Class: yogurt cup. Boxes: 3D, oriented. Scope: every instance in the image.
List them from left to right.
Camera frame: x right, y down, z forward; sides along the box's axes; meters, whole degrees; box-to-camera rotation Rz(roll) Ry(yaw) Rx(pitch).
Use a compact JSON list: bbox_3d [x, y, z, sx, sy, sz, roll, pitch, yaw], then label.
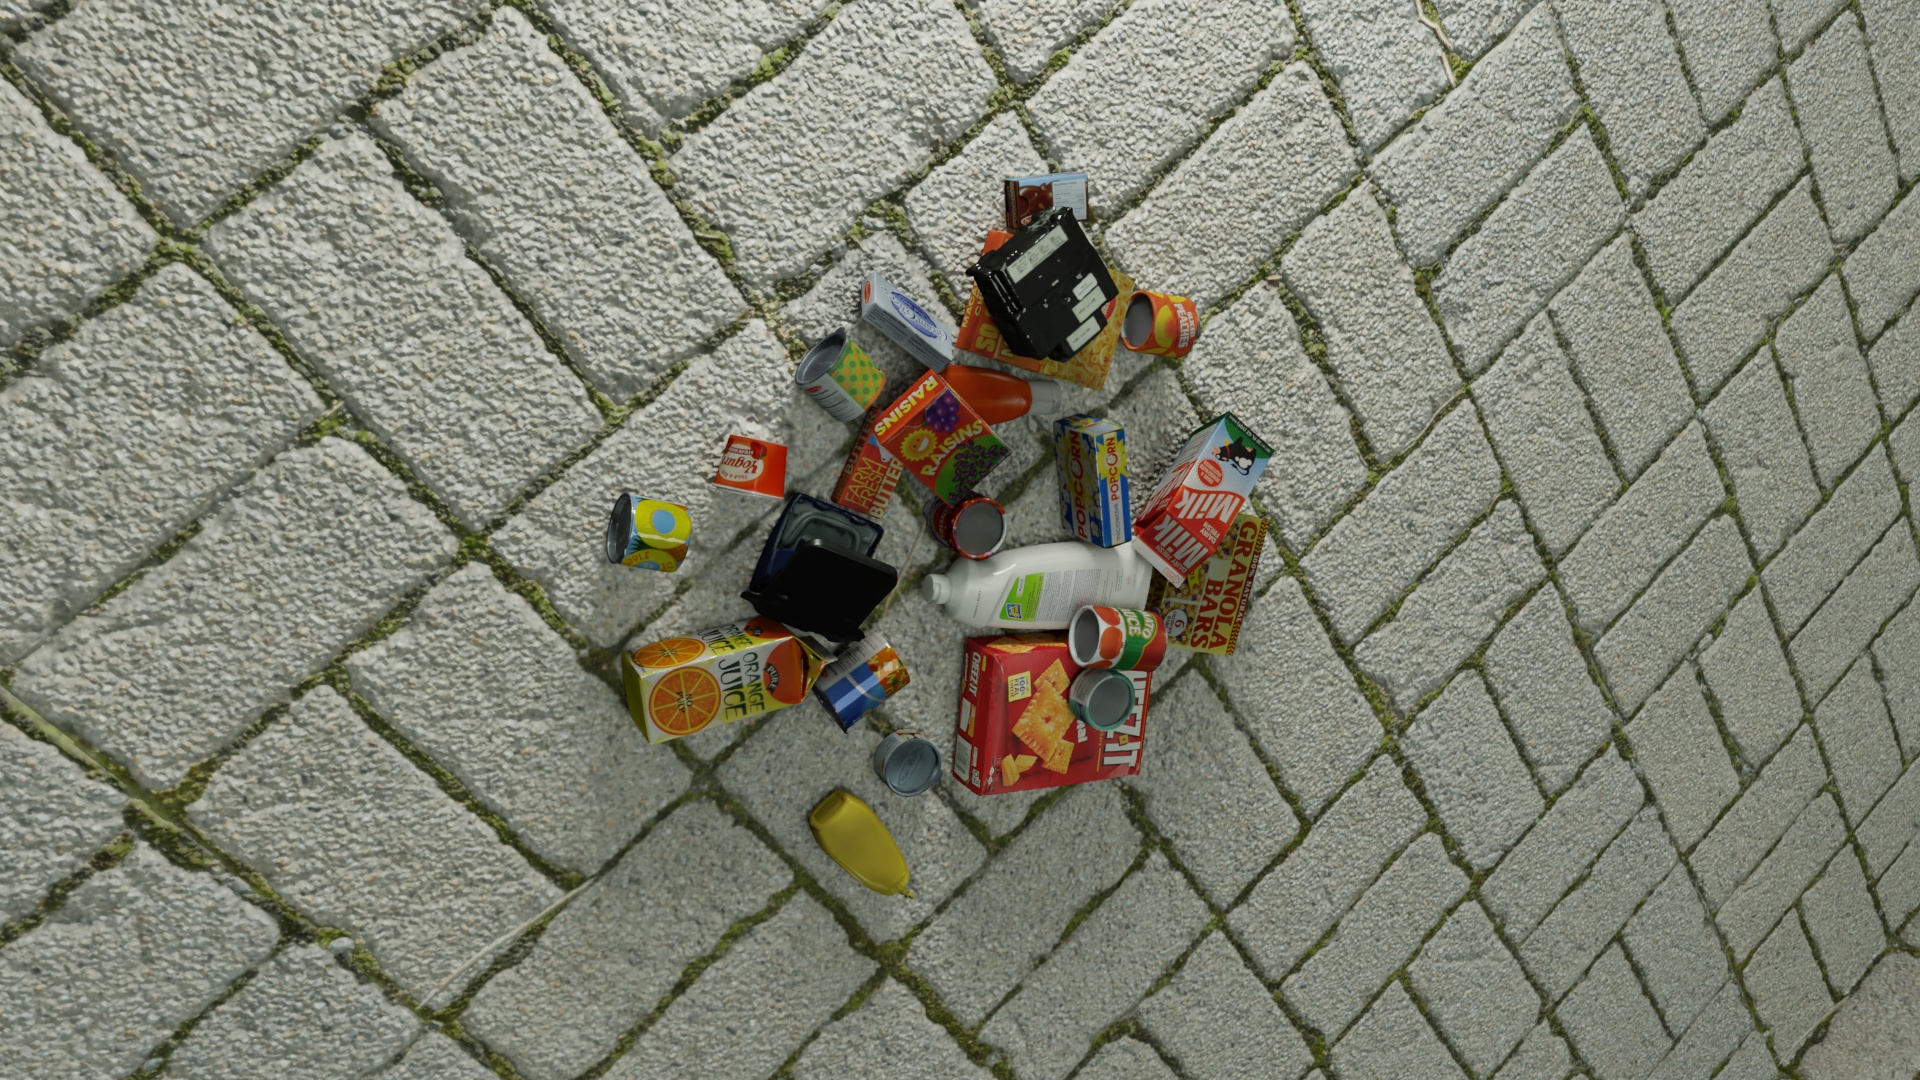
[{"bbox_3d":[-0.194,-0.068,1.300,0.072,0.072,0.054,11,91,-30],"label":"yogurt cup"}]

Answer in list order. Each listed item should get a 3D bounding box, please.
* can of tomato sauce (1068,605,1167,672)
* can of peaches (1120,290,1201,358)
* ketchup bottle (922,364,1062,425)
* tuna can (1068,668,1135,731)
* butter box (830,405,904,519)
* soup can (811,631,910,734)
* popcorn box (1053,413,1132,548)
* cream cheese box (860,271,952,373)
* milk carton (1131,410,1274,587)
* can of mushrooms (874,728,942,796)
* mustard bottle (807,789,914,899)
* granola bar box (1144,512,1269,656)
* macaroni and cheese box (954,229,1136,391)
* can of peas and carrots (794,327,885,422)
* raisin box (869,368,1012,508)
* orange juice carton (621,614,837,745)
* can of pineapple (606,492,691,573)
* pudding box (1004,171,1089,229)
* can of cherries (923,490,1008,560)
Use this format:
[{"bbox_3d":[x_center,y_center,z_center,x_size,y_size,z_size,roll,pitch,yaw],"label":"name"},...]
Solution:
[{"bbox_3d":[0.167,0.102,1.469,0.083,0.071,0.071,7,101,-27],"label":"can of tomato sauce"},{"bbox_3d":[0.211,-0.228,1.467,0.058,0.071,0.071,4,102,-28],"label":"can of peaches"},{"bbox_3d":[0.032,-0.145,1.409,0.149,0.044,0.064,-3,120,-28],"label":"ketchup bottle"},{"bbox_3d":[0.154,0.170,1.488,0.071,0.033,0.071,-8,106,-28],"label":"tuna can"},{"bbox_3d":[-0.084,-0.076,1.378,0.053,0.024,0.103,23,93,-32],"label":"butter box"},{"bbox_3d":[-0.101,0.144,1.407,0.084,0.071,0.071,-36,118,-15],"label":"soup can"},{"bbox_3d":[0.140,-0.063,1.467,0.038,0.085,0.126,-15,111,-23],"label":"popcorn box"},{"bbox_3d":[-0.052,-0.209,1.340,0.103,0.054,0.024,34,125,-31],"label":"cream cheese box"},{"bbox_3d":[0.254,-0.042,1.500,0.072,0.073,0.191,41,64,-9],"label":"milk carton"},{"bbox_3d":[-0.055,0.237,1.478,0.071,0.033,0.070,-8,107,-26],"label":"can of mushrooms"},{"bbox_3d":[-0.097,0.333,1.473,0.065,0.049,0.159,-41,120,-12],"label":"mustard bottle"},{"bbox_3d":[0.277,0.044,1.598,0.124,0.039,0.165,9,99,-29],"label":"granola bar box"},{"bbox_3d":[0.087,-0.233,1.417,0.166,0.040,0.123,12,97,-31],"label":"macaroni and cheese box"},{"bbox_3d":[-0.113,-0.157,1.317,0.071,0.071,0.058,-50,121,-7],"label":"can of peas and carrots"},{"bbox_3d":[-0.019,-0.098,1.357,0.086,0.040,0.123,-41,135,7],"label":"raisin box"},{"bbox_3d":[-0.220,0.126,1.335,0.193,0.072,0.072,-14,111,-24],"label":"orange juice carton"},{"bbox_3d":[-0.284,-0.005,1.266,0.058,0.071,0.071,12,98,-31],"label":"can of pineapple"},{"bbox_3d":[0.087,-0.342,1.392,0.084,0.030,0.049,-13,111,-25],"label":"pudding box"},{"bbox_3d":[0.005,-0.018,1.423,0.072,0.058,0.071,-8,108,-27],"label":"can of cherries"}]
